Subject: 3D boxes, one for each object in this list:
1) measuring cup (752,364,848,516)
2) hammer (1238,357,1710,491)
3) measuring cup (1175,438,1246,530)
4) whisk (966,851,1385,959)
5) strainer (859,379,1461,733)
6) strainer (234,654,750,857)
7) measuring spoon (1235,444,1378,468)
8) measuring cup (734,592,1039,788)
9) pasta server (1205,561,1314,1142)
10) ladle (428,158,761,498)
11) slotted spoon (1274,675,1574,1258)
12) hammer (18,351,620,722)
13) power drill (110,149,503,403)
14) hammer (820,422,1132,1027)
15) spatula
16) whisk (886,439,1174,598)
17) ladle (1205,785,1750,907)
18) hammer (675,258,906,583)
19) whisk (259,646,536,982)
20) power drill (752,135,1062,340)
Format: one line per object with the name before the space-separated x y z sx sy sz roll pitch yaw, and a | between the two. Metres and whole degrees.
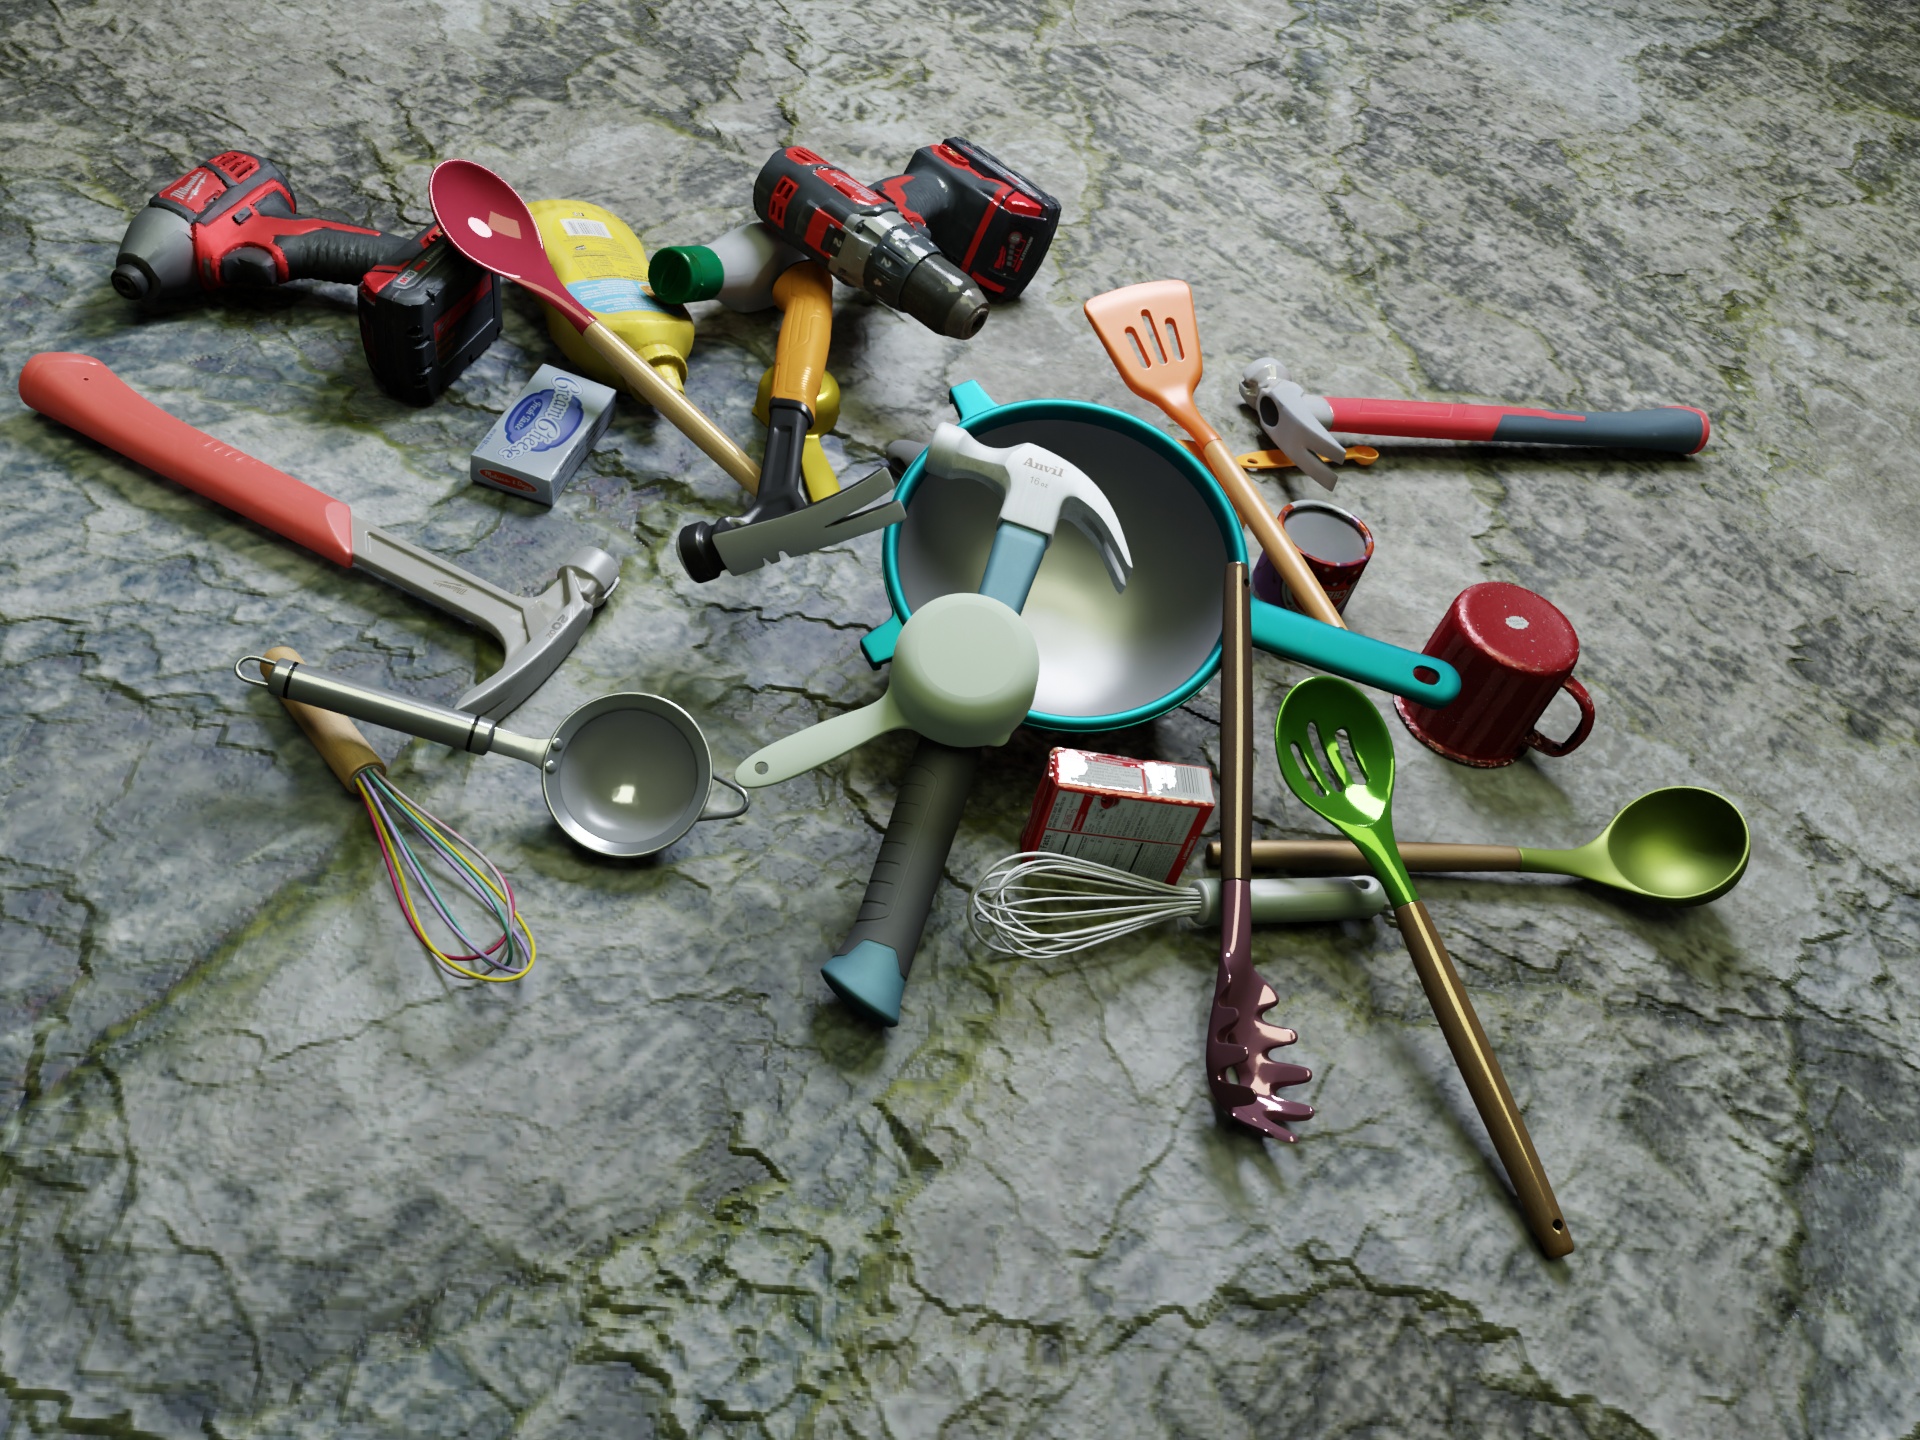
measuring cup | -0.095 -0.183 1.042 0.062 0.029 0.157 -4 48 -19
hammer | 0.409 -0.216 1.196 0.386 0.038 0.143 -1 38 -18
measuring cup | 0.115 -0.168 1.072 0.173 0.052 0.095 29 48 8
whisk | 0.119 0.096 0.844 0.246 0.059 0.058 1 21 -20
strainer | 0.117 -0.057 0.937 0.340 0.095 0.211 18 67 -1
strainer | -0.234 0.009 0.803 0.258 0.050 0.087 18 74 -11
measuring spoon | 0.252 -0.190 1.162 0.117 0.011 0.021 -7 41 -17
measuring cup | -0.036 -0.010 0.791 0.167 0.038 0.083 -25 72 -16
pasta server | 0.150 0.058 0.827 0.060 0.040 0.316 26 59 -42
ladle | -0.211 -0.228 0.994 0.315 0.031 0.069 43 47 -2
slotted spoon | 0.239 0.120 0.822 0.070 0.031 0.314 -13 68 -17
hammer | -0.382 -0.114 0.897 0.359 0.036 0.149 26 47 8
power drill | -0.419 -0.288 1.020 0.219 0.078 0.143 19 47 6
hammer | -0.001 -0.003 0.831 0.128 0.033 0.331 18 67 2
spatula | 0.175 -0.166 1.025 0.081 0.041 0.323 -16 55 -14
whisk | 0.055 -0.130 1.026 0.239 0.055 0.055 26 47 15
ladle | 0.297 0.071 0.908 0.320 0.062 0.078 2 46 -10
hammer | -0.096 -0.206 0.990 0.127 0.034 0.337 -16 39 12
whisk | -0.284 0.042 0.781 0.047 0.051 0.245 -31 59 -29
power drill | -0.017 -0.343 1.135 0.188 0.080 0.227 39 35 15
